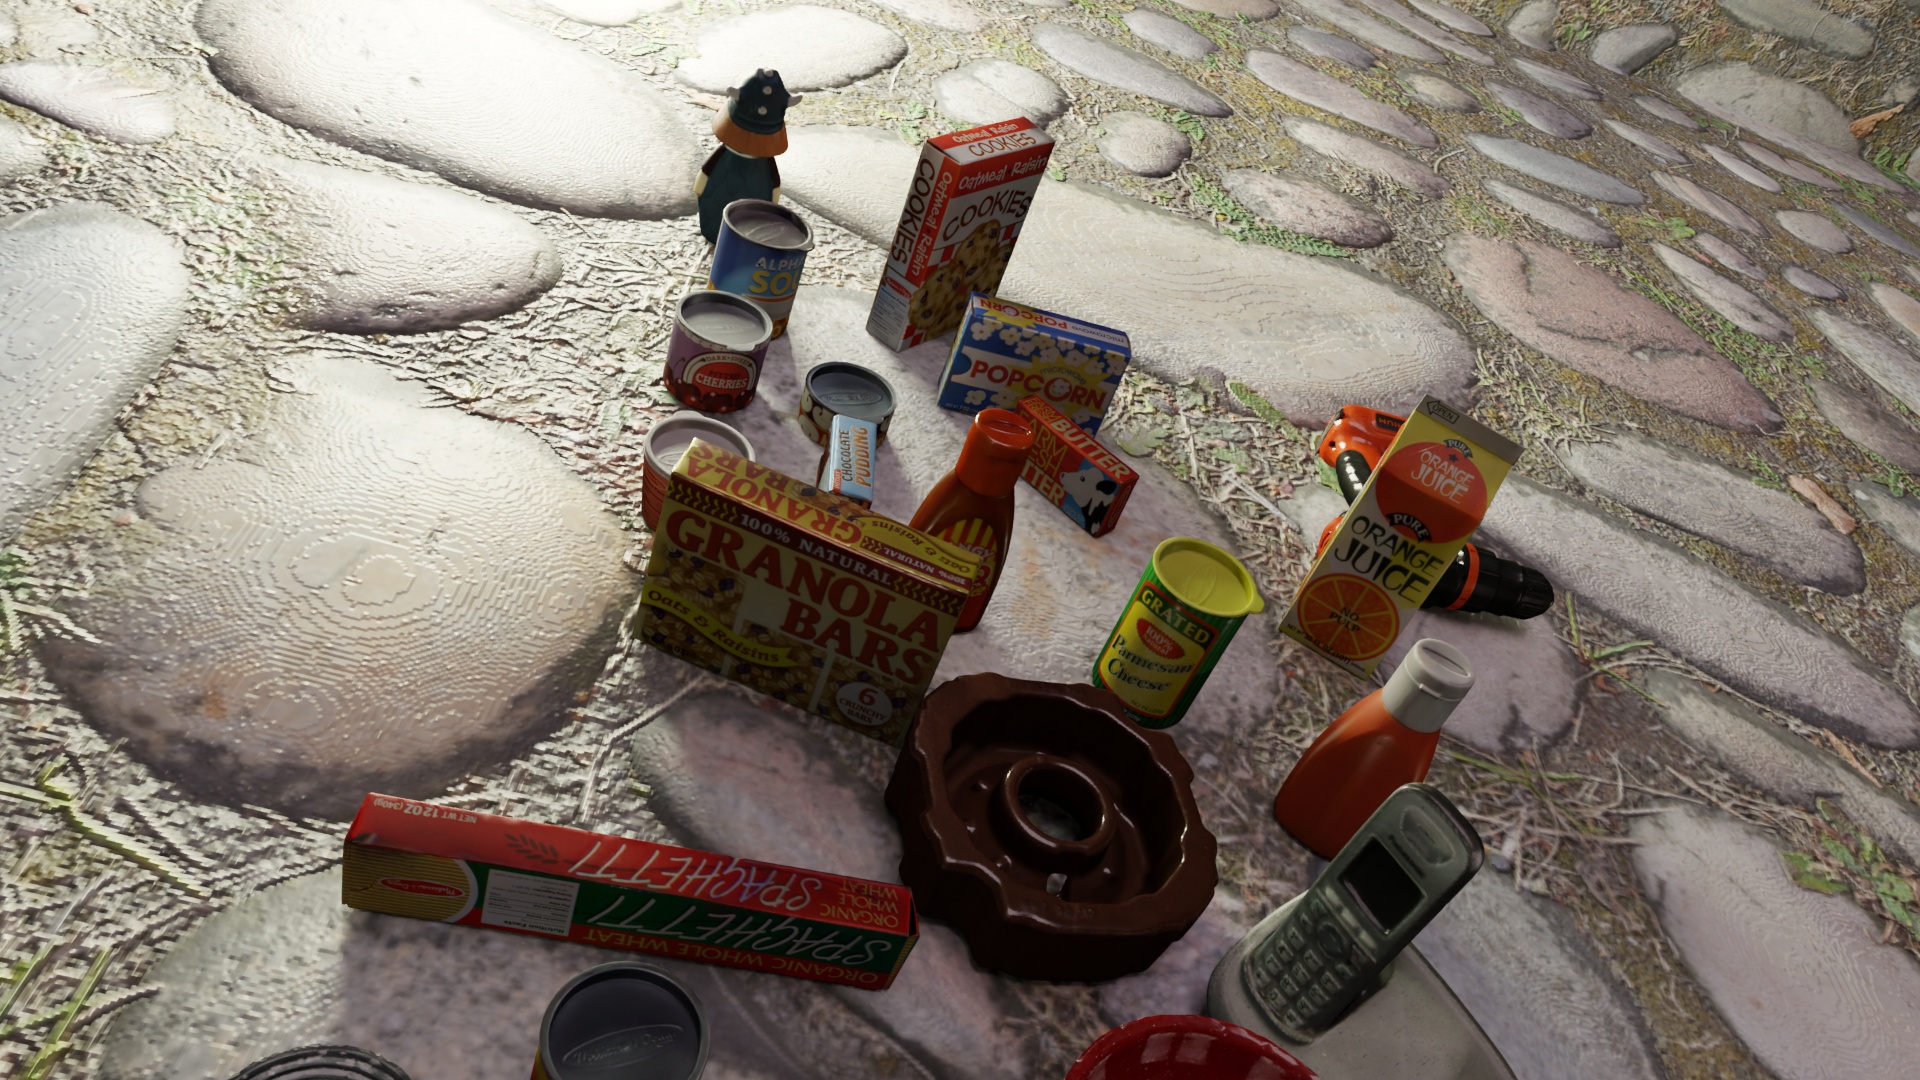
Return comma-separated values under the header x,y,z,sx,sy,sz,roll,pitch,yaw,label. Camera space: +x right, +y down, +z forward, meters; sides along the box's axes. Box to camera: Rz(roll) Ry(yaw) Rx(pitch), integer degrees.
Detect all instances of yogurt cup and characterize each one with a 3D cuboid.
x,y,z,sx,sy,sz,roll,pitch,yaw,label
-0.163,-0.035,0.848,0.072,0.053,0.073,14,38,-11,yogurt cup

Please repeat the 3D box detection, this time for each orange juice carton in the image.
x,y,z,sx,sy,sz,roll,pitch,yaw,label
0.294,-0.006,0.928,0.072,0.191,0.073,31,38,11,orange juice carton

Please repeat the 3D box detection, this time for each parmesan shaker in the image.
x,y,z,sx,sy,sz,roll,pitch,yaw,label
0.130,0.059,0.841,0.071,0.102,0.072,14,38,-11,parmesan shaker

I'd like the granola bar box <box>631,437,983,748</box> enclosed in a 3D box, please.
x,y,z,sx,sy,sz,roll,pitch,yaw,label
-0.086,0.031,0.750,0.165,0.123,0.039,22,38,0,granola bar box

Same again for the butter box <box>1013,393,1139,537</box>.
x,y,z,sx,sy,sz,roll,pitch,yaw,label
0.075,-0.054,0.990,0.104,0.052,0.024,42,41,23,butter box

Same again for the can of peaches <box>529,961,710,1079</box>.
x,y,z,sx,sy,sz,roll,pitch,yaw,label
-0.138,0.216,0.557,0.071,0.057,0.071,14,38,-11,can of peaches

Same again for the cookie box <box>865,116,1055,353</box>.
x,y,z,sx,sy,sz,roll,pitch,yaw,label
-0.002,-0.239,1.080,0.040,0.166,0.123,38,40,19,cookie box

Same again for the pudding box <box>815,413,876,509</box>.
x,y,z,sx,sy,sz,roll,pitch,yaw,label
-0.075,-0.037,0.898,0.030,0.049,0.084,13,39,-12,pudding box

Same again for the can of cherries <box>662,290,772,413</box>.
x,y,z,sx,sy,sz,roll,pitch,yaw,label
-0.167,-0.128,0.953,0.071,0.058,0.072,14,38,-11,can of cherries

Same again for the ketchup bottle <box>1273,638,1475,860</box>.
x,y,z,sx,sy,sz,roll,pitch,yaw,label
0.237,0.119,0.785,0.065,0.148,0.044,32,38,11,ketchup bottle

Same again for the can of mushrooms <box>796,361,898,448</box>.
x,y,z,sx,sy,sz,roll,pitch,yaw,label
-0.079,-0.092,0.974,0.071,0.033,0.071,14,39,-11,can of mushrooms

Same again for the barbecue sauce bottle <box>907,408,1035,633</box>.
x,y,z,sx,sy,sz,roll,pitch,yaw,label
0.003,-0.010,0.824,0.065,0.147,0.044,11,39,-14,barbecue sauce bottle

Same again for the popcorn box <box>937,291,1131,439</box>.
x,y,z,sx,sy,sz,roll,pitch,yaw,label
0.055,-0.128,1.043,0.127,0.084,0.038,13,39,-12,popcorn box

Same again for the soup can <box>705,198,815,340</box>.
x,y,z,sx,sy,sz,roll,pitch,yaw,label
-0.149,-0.197,1.025,0.071,0.083,0.072,14,38,-11,soup can

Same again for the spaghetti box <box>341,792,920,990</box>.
x,y,z,sx,sy,sz,roll,pitch,yaw,label
-0.144,0.161,0.626,0.250,0.049,0.029,13,39,-12,spaghetti box
